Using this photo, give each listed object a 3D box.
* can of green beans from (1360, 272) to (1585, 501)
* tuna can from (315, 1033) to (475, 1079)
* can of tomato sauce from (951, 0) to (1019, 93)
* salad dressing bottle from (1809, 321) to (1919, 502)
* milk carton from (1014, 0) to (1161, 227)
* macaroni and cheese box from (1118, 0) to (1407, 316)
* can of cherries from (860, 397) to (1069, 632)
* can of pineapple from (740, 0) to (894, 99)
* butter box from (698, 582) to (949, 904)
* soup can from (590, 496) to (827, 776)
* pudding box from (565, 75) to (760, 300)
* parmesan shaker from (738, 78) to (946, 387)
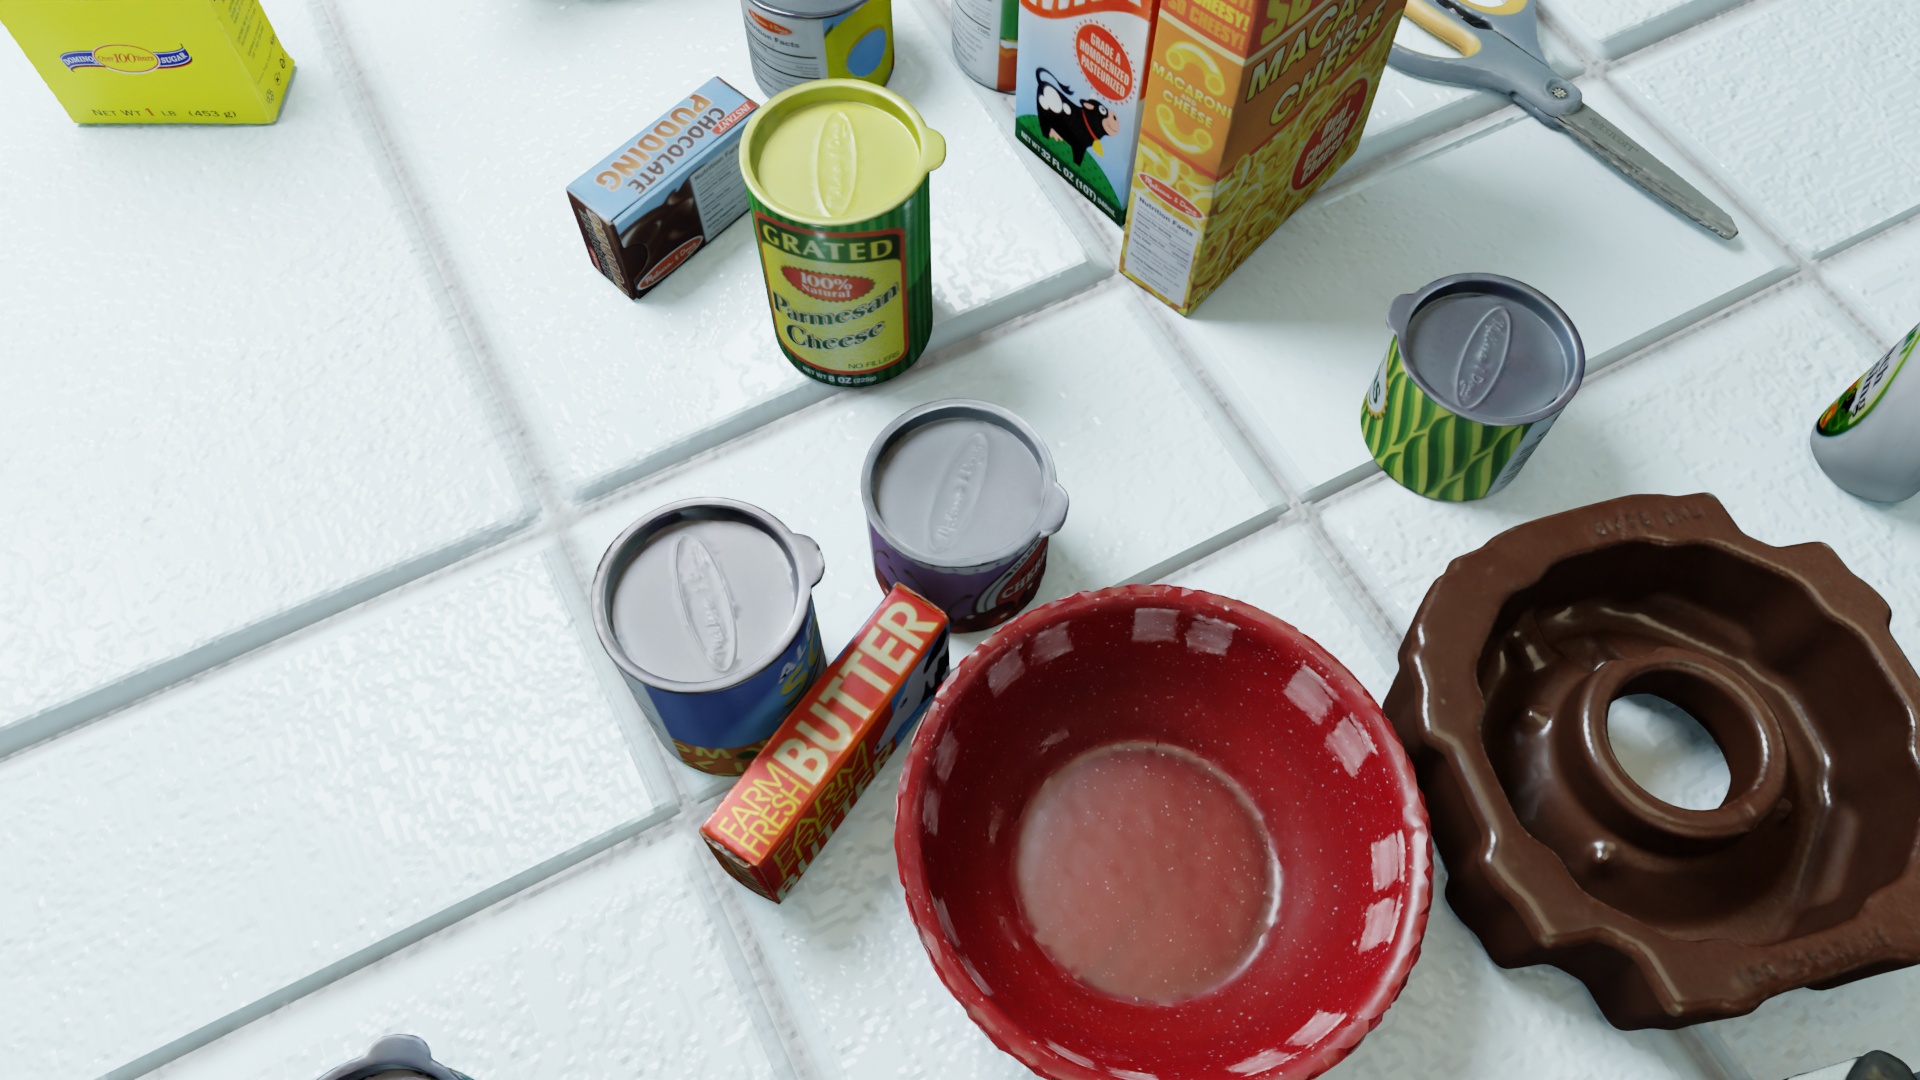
[{"bbox_3d":[0.189,-0.056,0.519,0.071,0.057,0.071,0,63,0],"label":"can of green beans"},{"bbox_3d":[-0.166,0.184,0.406,0.071,0.032,0.071,0,62,0],"label":"tuna can"},{"bbox_3d":[0.030,-0.248,0.605,0.071,0.082,0.071,0,63,0],"label":"can of tomato sauce"},{"bbox_3d":[0.351,-0.067,0.474,0.044,0.147,0.064,40,70,18],"label":"salad dressing bottle"},{"bbox_3d":[0.072,-0.219,0.529,0.074,0.189,0.072,-36,68,-17],"label":"milk carton"},{"bbox_3d":[0.120,-0.179,0.522,0.040,0.165,0.124,39,69,18],"label":"macaroni and cheese box"},{"bbox_3d":[0.002,-0.006,0.492,0.071,0.058,0.072,0,63,0],"label":"can of cherries"},{"bbox_3d":[-0.061,-0.232,0.610,0.071,0.057,0.071,0,63,0],"label":"can of pineapple"},{"bbox_3d":[-0.041,0.067,0.456,0.024,0.053,0.104,32,67,15],"label":"butter box"},{"bbox_3d":[-0.076,0.033,0.457,0.071,0.083,0.071,0,63,0],"label":"soup can"},{"bbox_3d":[-0.117,-0.144,0.569,0.030,0.049,0.084,38,69,18],"label":"pudding box"},{"bbox_3d":[-0.040,-0.111,0.521,0.071,0.102,0.071,0,63,0],"label":"parmesan shaker"}]
